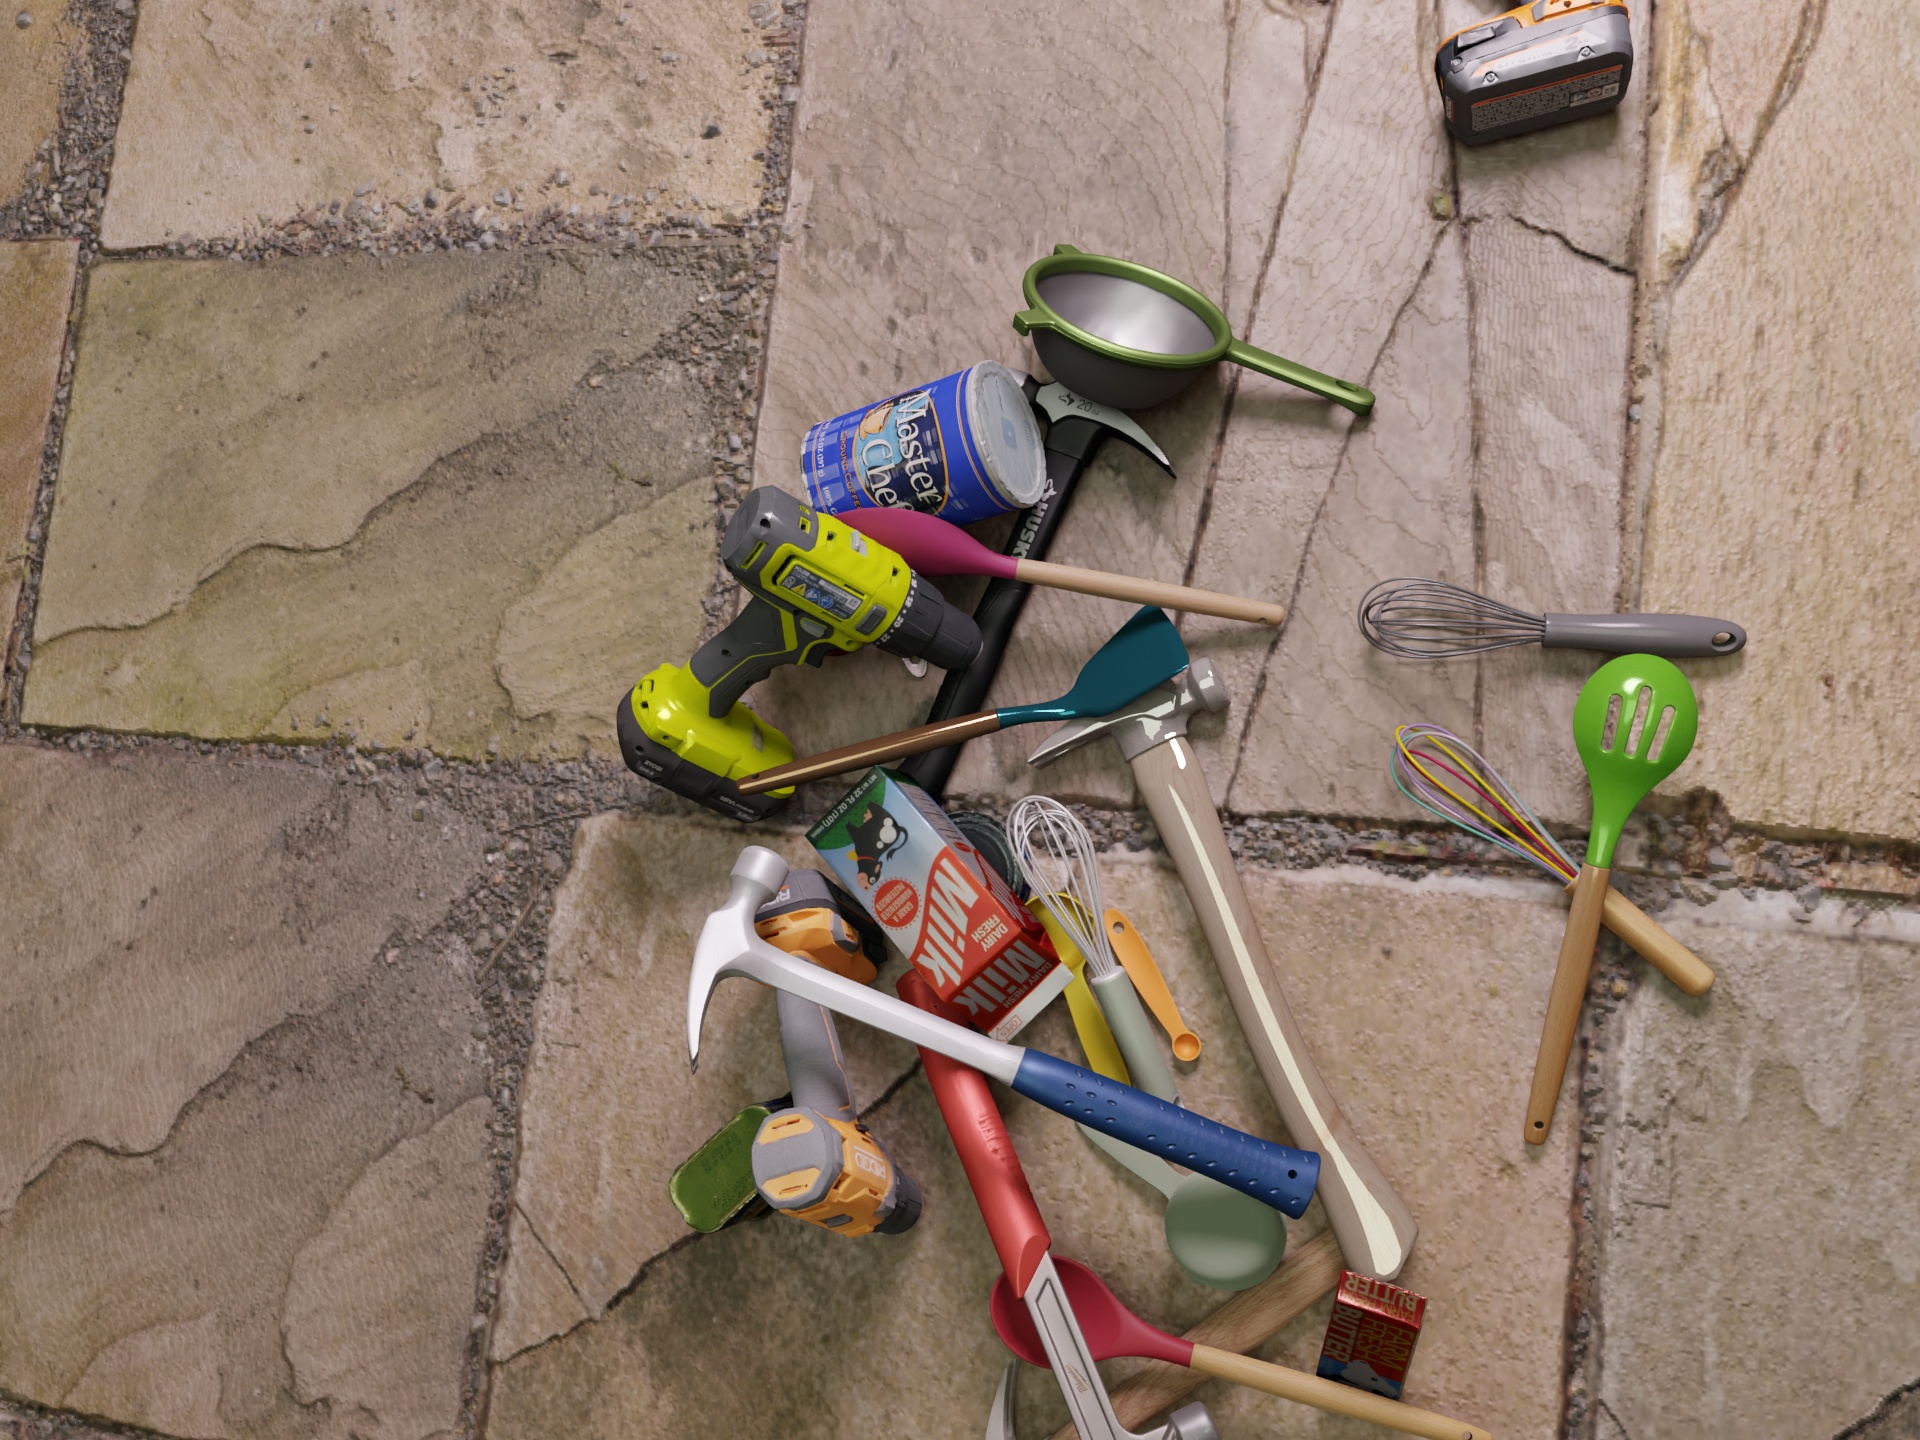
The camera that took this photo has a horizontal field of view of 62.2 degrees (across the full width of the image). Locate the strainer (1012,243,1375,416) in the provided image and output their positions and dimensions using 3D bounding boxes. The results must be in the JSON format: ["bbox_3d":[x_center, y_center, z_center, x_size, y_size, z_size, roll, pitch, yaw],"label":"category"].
[{"bbox_3d":[0.158,-0.244,1.112,0.256,0.152,0.069,21,128,2],"label":"strainer"}]

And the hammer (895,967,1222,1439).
[{"bbox_3d":[0.025,0.326,1.031,0.149,0.036,0.359,-21,60,-7],"label":"hammer"}]

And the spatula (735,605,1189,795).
[{"bbox_3d":[-0.002,-0.003,1.089,0.317,0.044,0.082,-16,38,-3],"label":"spatula"}]

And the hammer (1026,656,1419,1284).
[{"bbox_3d":[0.179,0.168,1.045,0.146,0.038,0.411,-26,71,13],"label":"hammer"}]

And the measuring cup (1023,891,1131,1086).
[{"bbox_3d":[0.084,0.192,1.097,0.062,0.029,0.156,-23,88,9],"label":"measuring cup"}]

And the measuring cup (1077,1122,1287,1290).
[{"bbox_3d":[0.135,0.302,1.040,0.168,0.038,0.083,33,83,29],"label":"measuring cup"}]

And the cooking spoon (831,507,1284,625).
[{"bbox_3d":[0.064,-0.099,1.089,0.319,0.068,0.017,10,53,0],"label":"cooking spoon"}]

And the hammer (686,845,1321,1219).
[{"bbox_3d":[0.023,0.215,0.980,0.405,0.035,0.144,22,62,3],"label":"hammer"}]

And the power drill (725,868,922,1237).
[{"bbox_3d":[-0.085,0.236,1.081,0.084,0.185,0.226,-19,58,13],"label":"power drill"}]

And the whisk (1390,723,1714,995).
[{"bbox_3d":[0.372,0.087,1.012,0.245,0.047,0.051,43,94,14],"label":"whisk"}]

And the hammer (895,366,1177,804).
[{"bbox_3d":[0.033,-0.080,1.141,0.146,0.035,0.335,24,90,19],"label":"hammer"}]

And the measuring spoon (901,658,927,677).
[{"bbox_3d":[-0.048,-0.090,1.180,0.034,0.018,0.124,-19,84,1],"label":"measuring spoon"}]

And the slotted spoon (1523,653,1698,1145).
[{"bbox_3d":[0.388,0.114,0.977,0.070,0.031,0.313,12,100,16],"label":"slotted spoon"}]

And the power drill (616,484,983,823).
[{"bbox_3d":[-0.115,-0.035,1.104,0.228,0.190,0.080,-47,30,28],"label":"power drill"}]

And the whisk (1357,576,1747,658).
[{"bbox_3d":[0.380,-0.062,1.030,0.239,0.055,0.055,4,84,13],"label":"whisk"}]

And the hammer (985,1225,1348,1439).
[{"bbox_3d":[0.153,0.413,1.037,0.331,0.031,0.130,-40,74,8],"label":"hammer"}]

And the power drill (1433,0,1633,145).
[{"bbox_3d":[0.359,-0.516,1.083,0.164,0.084,0.227,-10,75,16],"label":"power drill"}]

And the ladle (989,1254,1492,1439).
[{"bbox_3d":[0.172,0.406,1.002,0.315,0.031,0.069,11,74,15],"label":"ladle"}]

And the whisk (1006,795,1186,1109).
[{"bbox_3d":[0.094,0.163,1.061,0.059,0.058,0.246,-22,92,37],"label":"whisk"}]

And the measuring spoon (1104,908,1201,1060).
[{"bbox_3d":[0.131,0.180,1.089,0.021,0.011,0.117,-33,71,10],"label":"measuring spoon"}]
